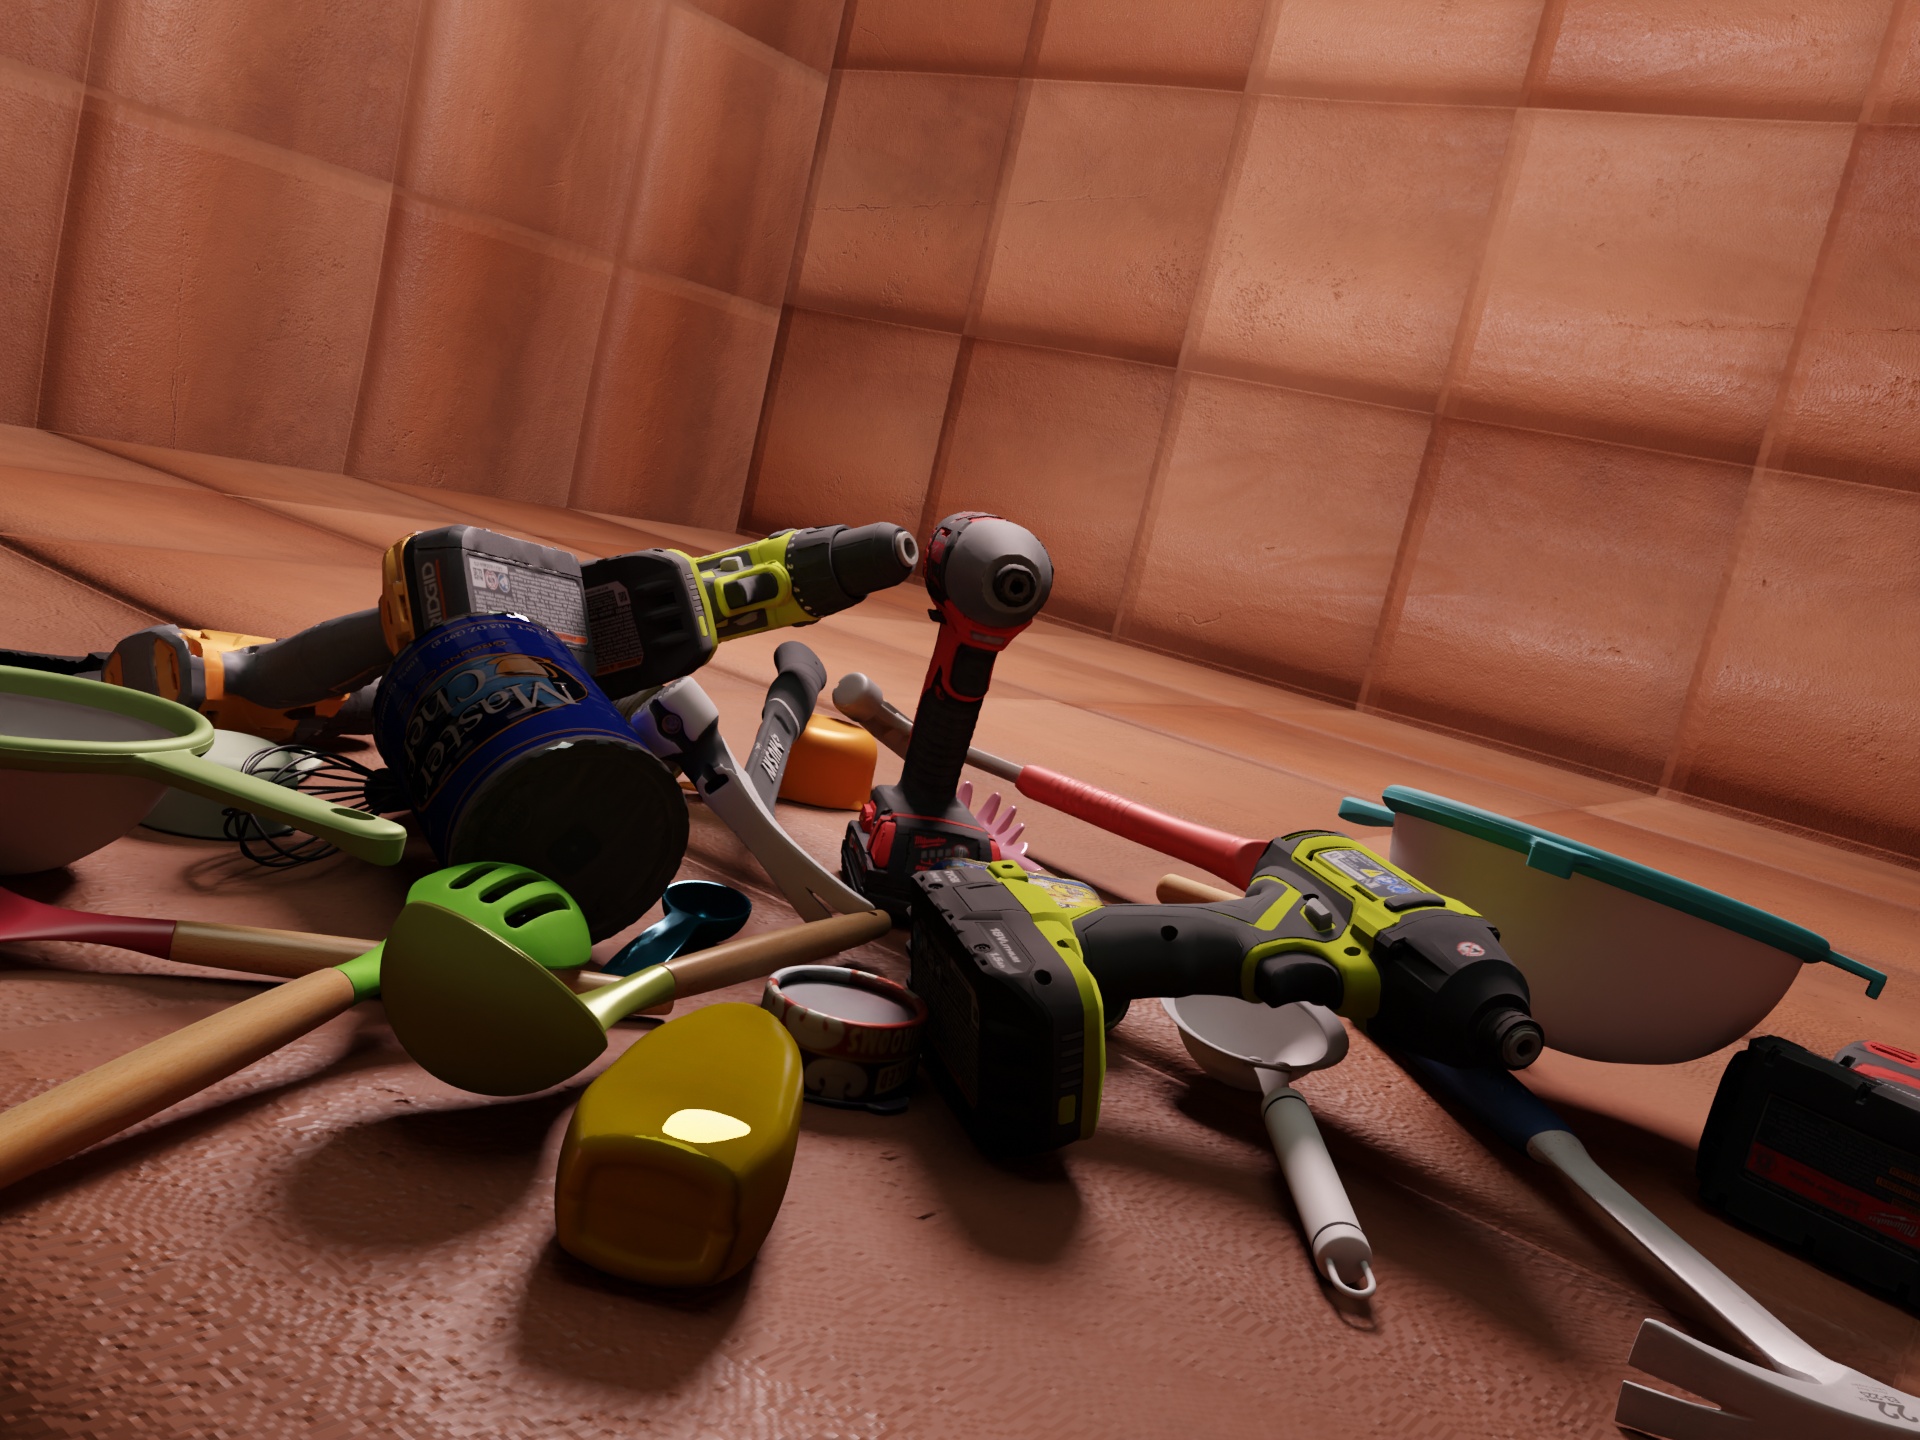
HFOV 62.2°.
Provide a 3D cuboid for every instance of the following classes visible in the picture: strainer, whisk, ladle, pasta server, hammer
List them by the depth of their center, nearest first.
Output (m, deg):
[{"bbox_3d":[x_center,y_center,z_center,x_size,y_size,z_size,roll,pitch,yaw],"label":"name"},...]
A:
[{"bbox_3d":[-0.260,0.083,0.583,0.315,0.031,0.069,12,16,-21],"label":"ladle"},{"bbox_3d":[-0.335,0.037,0.623,0.256,0.069,0.151,16,7,13],"label":"strainer"},{"bbox_3d":[-0.099,0.088,0.624,0.078,0.062,0.320,21,9,22],"label":"ladle"},{"bbox_3d":[0.128,0.156,0.644,0.087,0.050,0.258,11,14,-3],"label":"strainer"},{"bbox_3d":[0.249,0.182,0.667,0.144,0.035,0.406,12,9,-10],"label":"hammer"},{"bbox_3d":[-0.283,0.037,0.790,0.055,0.055,0.239,15,4,10],"label":"whisk"},{"bbox_3d":[0.276,0.104,0.830,0.211,0.095,0.340,20,0,-16],"label":"strainer"},{"bbox_3d":[-0.102,0.008,0.931,0.149,0.036,0.409,53,6,-10],"label":"hammer"},{"bbox_3d":[0.063,0.097,0.938,0.060,0.040,0.316,18,6,-32],"label":"pasta server"},{"bbox_3d":[0.218,0.130,0.940,0.245,0.047,0.051,17,10,43],"label":"whisk"},{"bbox_3d":[0.072,0.052,1.067,0.359,0.037,0.149,20,-12,42],"label":"hammer"}]

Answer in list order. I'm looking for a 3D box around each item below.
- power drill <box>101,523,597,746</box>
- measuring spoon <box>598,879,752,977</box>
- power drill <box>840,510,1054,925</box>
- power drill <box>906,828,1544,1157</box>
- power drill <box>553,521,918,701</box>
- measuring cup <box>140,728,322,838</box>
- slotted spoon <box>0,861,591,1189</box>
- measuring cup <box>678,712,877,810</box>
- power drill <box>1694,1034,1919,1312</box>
[{"bbox_3d":[-0.311,-0.032,0.865,0.226,0.084,0.185,-14,-8,18],"label":"power drill"},{"bbox_3d":[-0.130,0.103,0.700,0.042,0.021,0.128,16,18,11],"label":"measuring spoon"},{"bbox_3d":[-0.001,-0.003,0.868,0.078,0.219,0.143,11,8,-12],"label":"power drill"},{"bbox_3d":[0.102,0.103,0.636,0.223,0.080,0.171,-5,17,-17],"label":"power drill"},{"bbox_3d":[-0.150,-0.075,0.979,0.190,0.080,0.228,-11,8,29],"label":"power drill"},{"bbox_3d":[-0.355,0.019,0.801,0.083,0.038,0.168,13,11,-3],"label":"measuring cup"},{"bbox_3d":[-0.214,0.095,0.503,0.070,0.031,0.314,28,18,13],"label":"slotted spoon"},{"bbox_3d":[-0.124,0.024,1.073,0.095,0.052,0.173,18,8,32],"label":"measuring cup"},{"bbox_3d":[0.458,0.205,0.713,0.226,0.080,0.188,9,9,-42],"label":"power drill"}]
